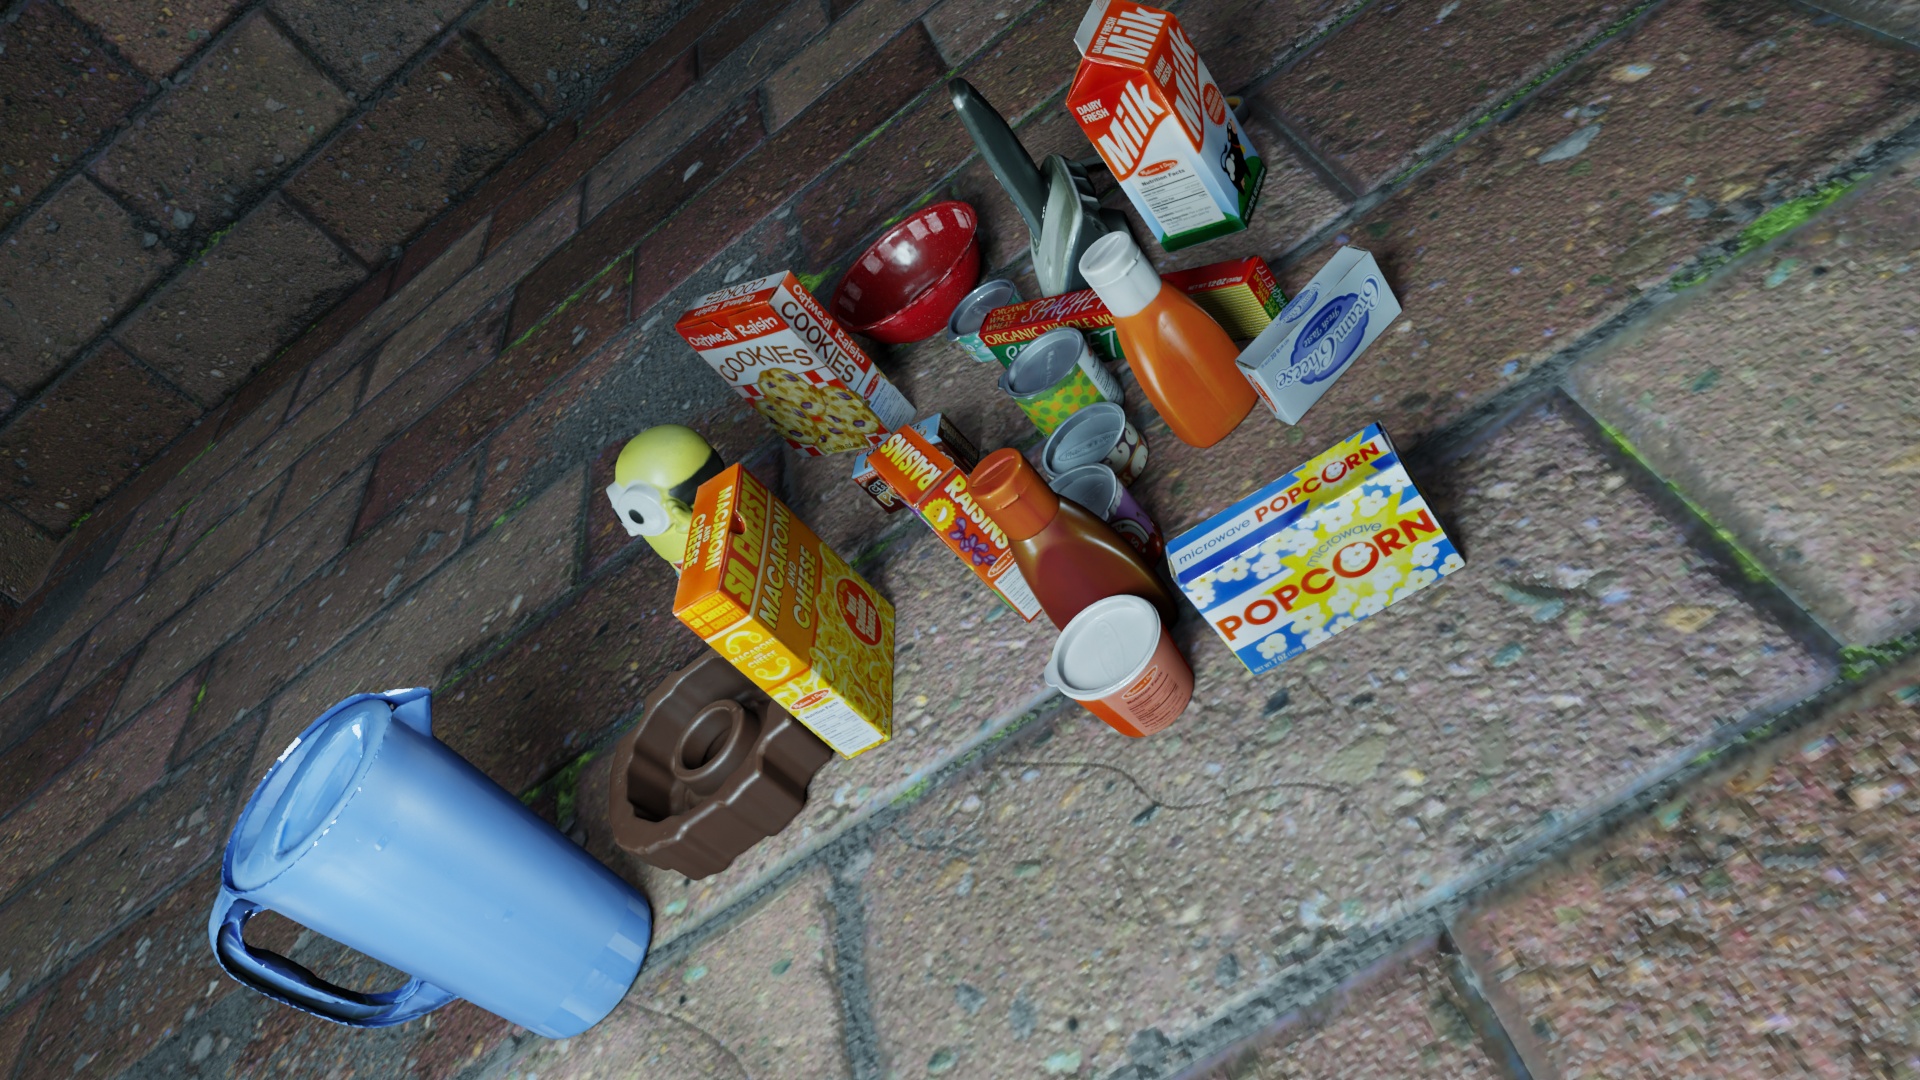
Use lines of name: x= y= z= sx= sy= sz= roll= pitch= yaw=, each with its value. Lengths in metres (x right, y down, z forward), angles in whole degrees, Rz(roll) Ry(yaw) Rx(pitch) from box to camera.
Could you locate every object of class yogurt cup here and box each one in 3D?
yogurt cup: x=0.092 y=0.072 z=0.765 sx=0.072 sy=0.054 sz=0.073 roll=-28 pitch=36 yaw=23

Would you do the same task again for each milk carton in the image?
milk carton: x=0.143 y=-0.310 z=1.016 sx=0.073 sy=0.190 sz=0.073 roll=-10 pitch=46 yaw=41

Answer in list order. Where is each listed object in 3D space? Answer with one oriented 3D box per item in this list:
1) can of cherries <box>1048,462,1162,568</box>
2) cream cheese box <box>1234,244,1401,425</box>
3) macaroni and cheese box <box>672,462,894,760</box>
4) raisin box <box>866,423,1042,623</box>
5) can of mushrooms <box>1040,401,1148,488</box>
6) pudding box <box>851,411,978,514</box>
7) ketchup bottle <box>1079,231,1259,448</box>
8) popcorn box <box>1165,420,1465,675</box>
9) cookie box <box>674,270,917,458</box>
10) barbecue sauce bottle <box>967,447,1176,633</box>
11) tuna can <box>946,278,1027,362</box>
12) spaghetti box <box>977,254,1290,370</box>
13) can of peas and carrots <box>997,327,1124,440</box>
can of cherries: x=0.083 y=-0.003 z=0.854 sx=0.071 sy=0.058 sz=0.072 roll=-28 pitch=36 yaw=23
cream cheese box: x=0.220 y=-0.126 z=0.853 sx=0.104 sy=0.053 sz=0.024 roll=-46 pitch=33 yaw=-5
macaroni and cheese box: x=-0.108 y=0.045 z=0.901 sx=0.040 sy=0.166 sz=0.124 roll=-29 pitch=36 yaw=21
raisin box: x=0.003 y=-0.011 z=0.888 sx=0.040 sy=0.123 sz=0.086 roll=-44 pitch=33 yaw=-1
can of mushrooms: x=0.090 y=-0.056 z=0.930 sx=0.071 sy=0.033 sz=0.071 roll=-28 pitch=36 yaw=22
pudding box: x=-0.035 y=-0.058 z=1.048 sx=0.083 sy=0.049 sz=0.030 roll=-23 pitch=38 yaw=28
ketchup bottle: x=0.128 y=-0.126 z=0.863 sx=0.065 sy=0.148 sz=0.043 roll=-48 pitch=33 yaw=-7
popcorn box: x=0.181 y=0.007 z=0.715 sx=0.126 sy=0.085 sz=0.038 roll=-32 pitch=35 yaw=17
cookie box: x=-0.135 y=-0.139 z=1.136 sx=0.123 sy=0.167 sz=0.040 roll=-5 pitch=49 yaw=44
barbecue sauce bottle: x=0.060 y=0.008 z=0.783 sx=0.065 sy=0.148 sz=0.044 roll=-35 pitch=34 yaw=13
tuna can: x=0.023 y=-0.178 z=1.138 sx=0.071 sy=0.032 sz=0.071 roll=-28 pitch=36 yaw=22
spaghetti box: x=0.117 y=-0.158 z=1.001 sx=0.250 sy=0.050 sz=0.029 roll=-3 pitch=51 yaw=45
can of peas and carrots: x=0.072 y=-0.106 z=0.982 sx=0.071 sy=0.058 sz=0.071 roll=-28 pitch=36 yaw=23
